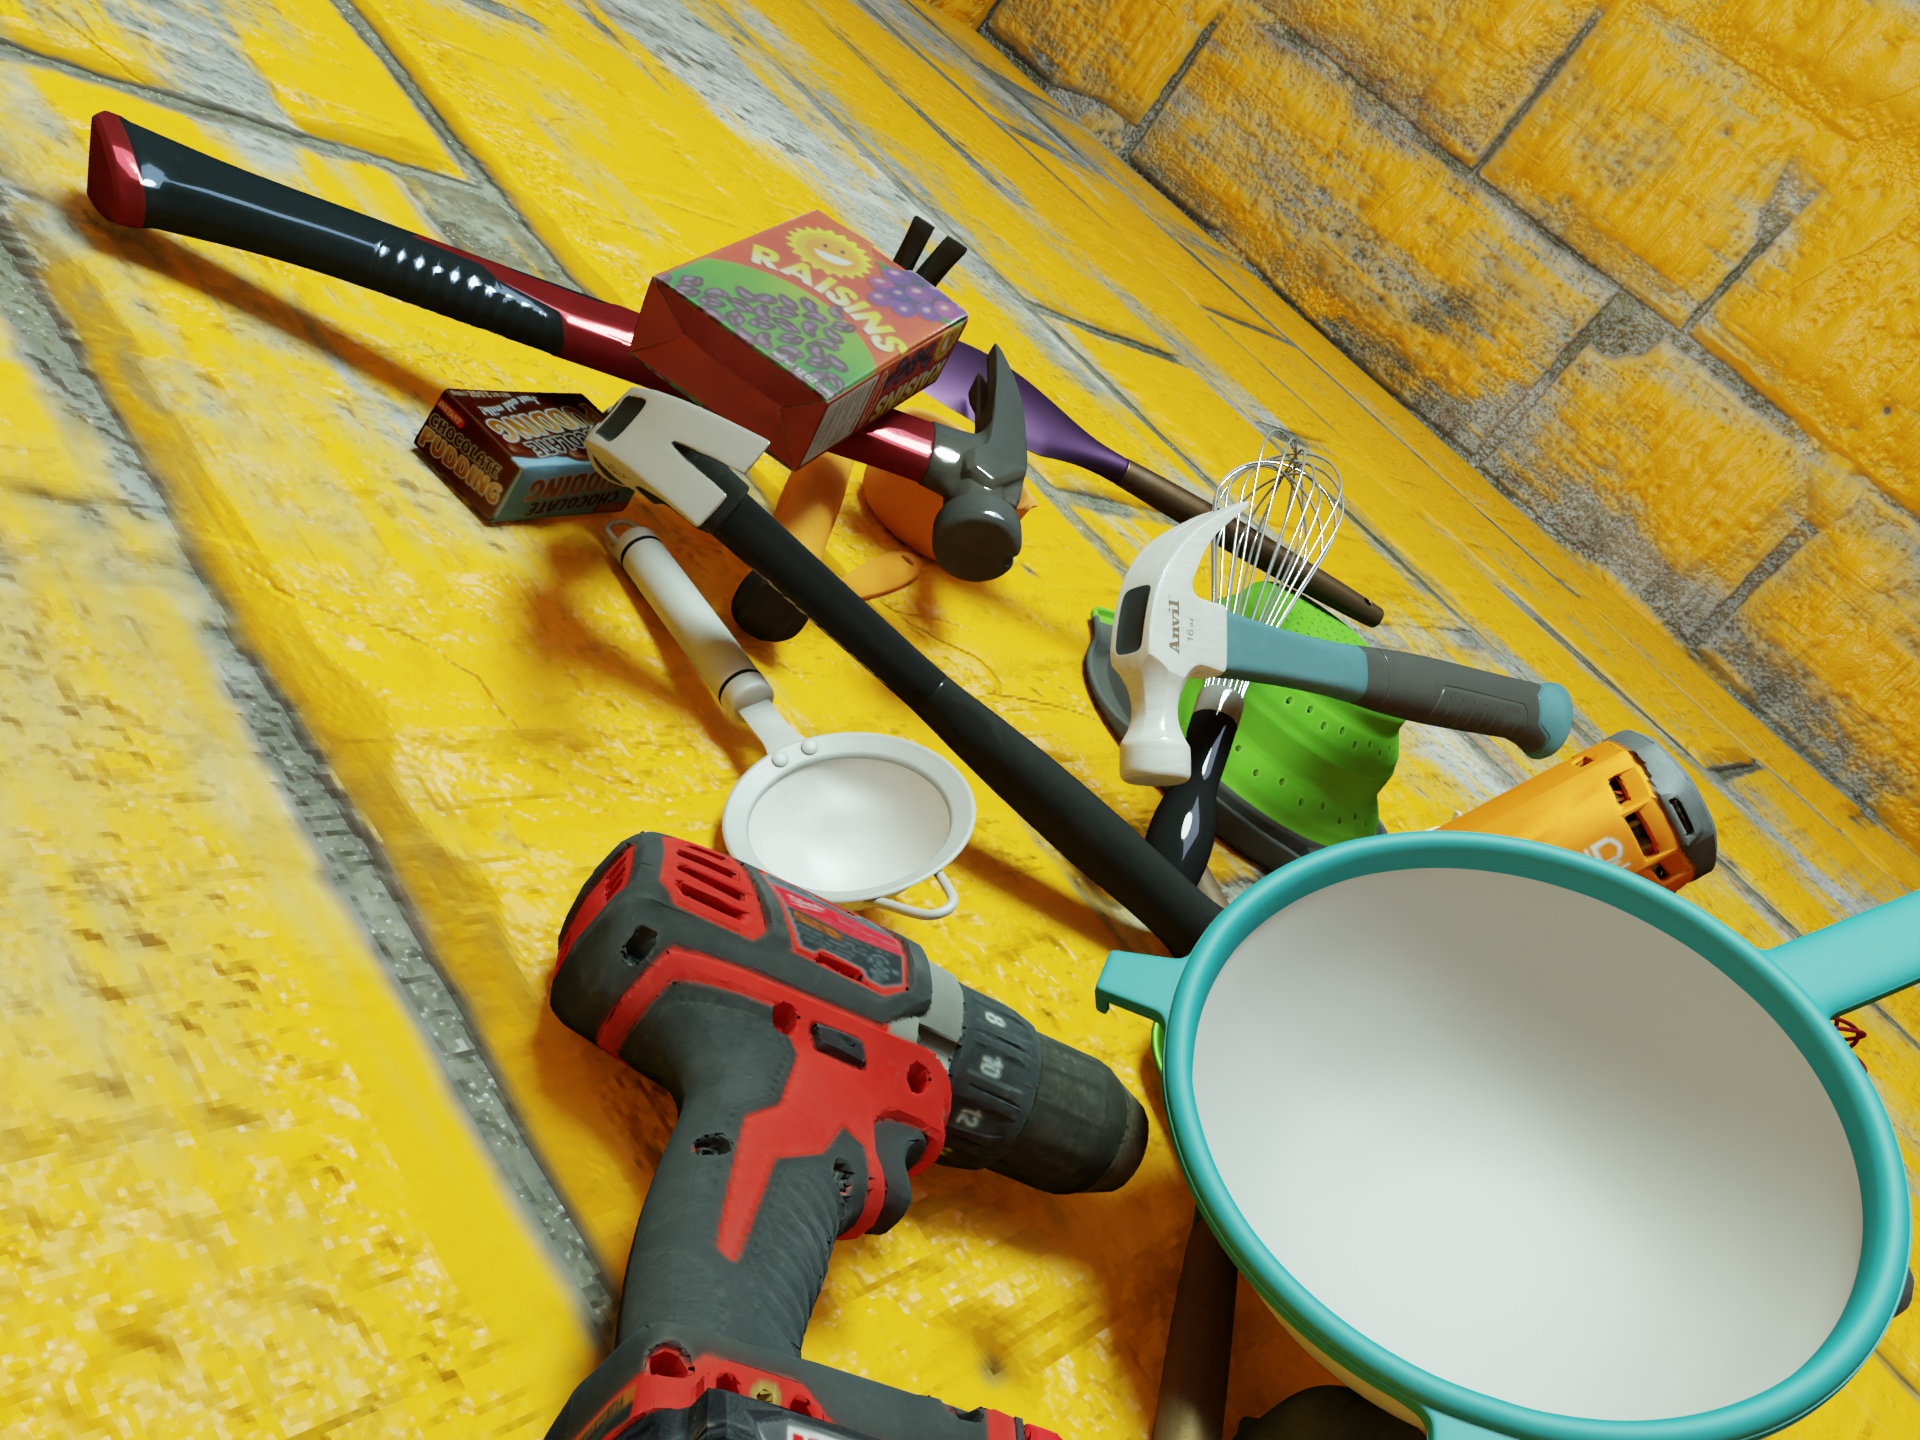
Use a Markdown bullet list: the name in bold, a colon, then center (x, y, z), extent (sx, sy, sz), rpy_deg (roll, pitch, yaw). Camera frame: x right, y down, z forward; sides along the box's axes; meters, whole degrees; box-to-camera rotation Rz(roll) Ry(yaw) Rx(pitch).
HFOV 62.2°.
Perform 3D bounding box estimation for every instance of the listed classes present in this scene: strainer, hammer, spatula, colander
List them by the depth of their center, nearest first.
- **strainer**: center (0.222, 0.124, 0.516), extent (0.340, 0.095, 0.211), rpy_deg (-15, 45, -19)
- **strainer**: center (-0.074, -0.003, 0.588), extent (0.087, 0.050, 0.259), rpy_deg (-21, 50, -25)
- **hammer**: center (-0.001, -0.002, 0.605), extent (0.334, 0.035, 0.146), rpy_deg (42, -6, -21)
- **hammer**: center (-0.152, -0.171, 0.667), extent (0.386, 0.038, 0.143), rpy_deg (18, 43, -16)
- **hammer**: center (0.197, -0.019, 0.766), extent (0.330, 0.033, 0.128), rpy_deg (9, 77, -39)
- **hammer**: center (-0.058, -0.143, 0.782), extent (0.034, 0.127, 0.337), rpy_deg (31, 31, -14)
- **colander**: center (0.205, 0.044, 0.819), extent (0.204, 0.094, 0.398), rpy_deg (17, 32, -39)
- **spatula**: center (0.105, -0.122, 0.840), extent (0.315, 0.018, 0.060), rpy_deg (26, 44, -22)

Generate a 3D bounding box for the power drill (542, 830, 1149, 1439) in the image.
- **power drill**: center (-0.016, 0.134, 0.392), extent (0.187, 0.080, 0.227), rpy_deg (28, 23, -22)

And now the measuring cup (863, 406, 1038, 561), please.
- **measuring cup**: center (-0.010, -0.101, 0.833), extent (0.095, 0.052, 0.174), rpy_deg (30, 28, -18)

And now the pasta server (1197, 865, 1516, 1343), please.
- **pasta server**: center (0.142, 0.138, 0.640), extent (0.060, 0.040, 0.317), rpy_deg (45, 14, -38)

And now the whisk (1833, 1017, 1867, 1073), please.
- **whisk**: center (0.265, 0.127, 0.678), extent (0.295, 0.073, 0.073), rpy_deg (10, 33, -18)

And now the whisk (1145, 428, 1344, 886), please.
- **whisk**: center (0.132, -0.030, 0.768), extent (0.070, 0.070, 0.285), rpy_deg (31, 58, -15)

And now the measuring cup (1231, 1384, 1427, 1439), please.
- **measuring cup**: center (0.146, 0.232, 0.479), extent (0.167, 0.038, 0.083), rpy_deg (10, 37, -43)

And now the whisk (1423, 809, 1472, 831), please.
- **whisk**: center (0.287, 0.124, 0.862), extent (0.059, 0.057, 0.246), rpy_deg (3, 29, 7)

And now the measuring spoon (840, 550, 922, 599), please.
- **measuring spoon**: center (-0.042, -0.073, 0.785), extent (0.021, 0.011, 0.117), rpy_deg (41, 25, 6)

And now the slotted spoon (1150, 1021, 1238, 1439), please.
- **slotted spoon**: center (0.075, 0.177, 0.496), extent (0.070, 0.031, 0.314), rpy_deg (32, 27, -1)

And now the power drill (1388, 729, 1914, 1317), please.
- **power drill**: center (0.235, 0.139, 0.600), extent (0.226, 0.164, 0.084), rpy_deg (63, -1, -2)
